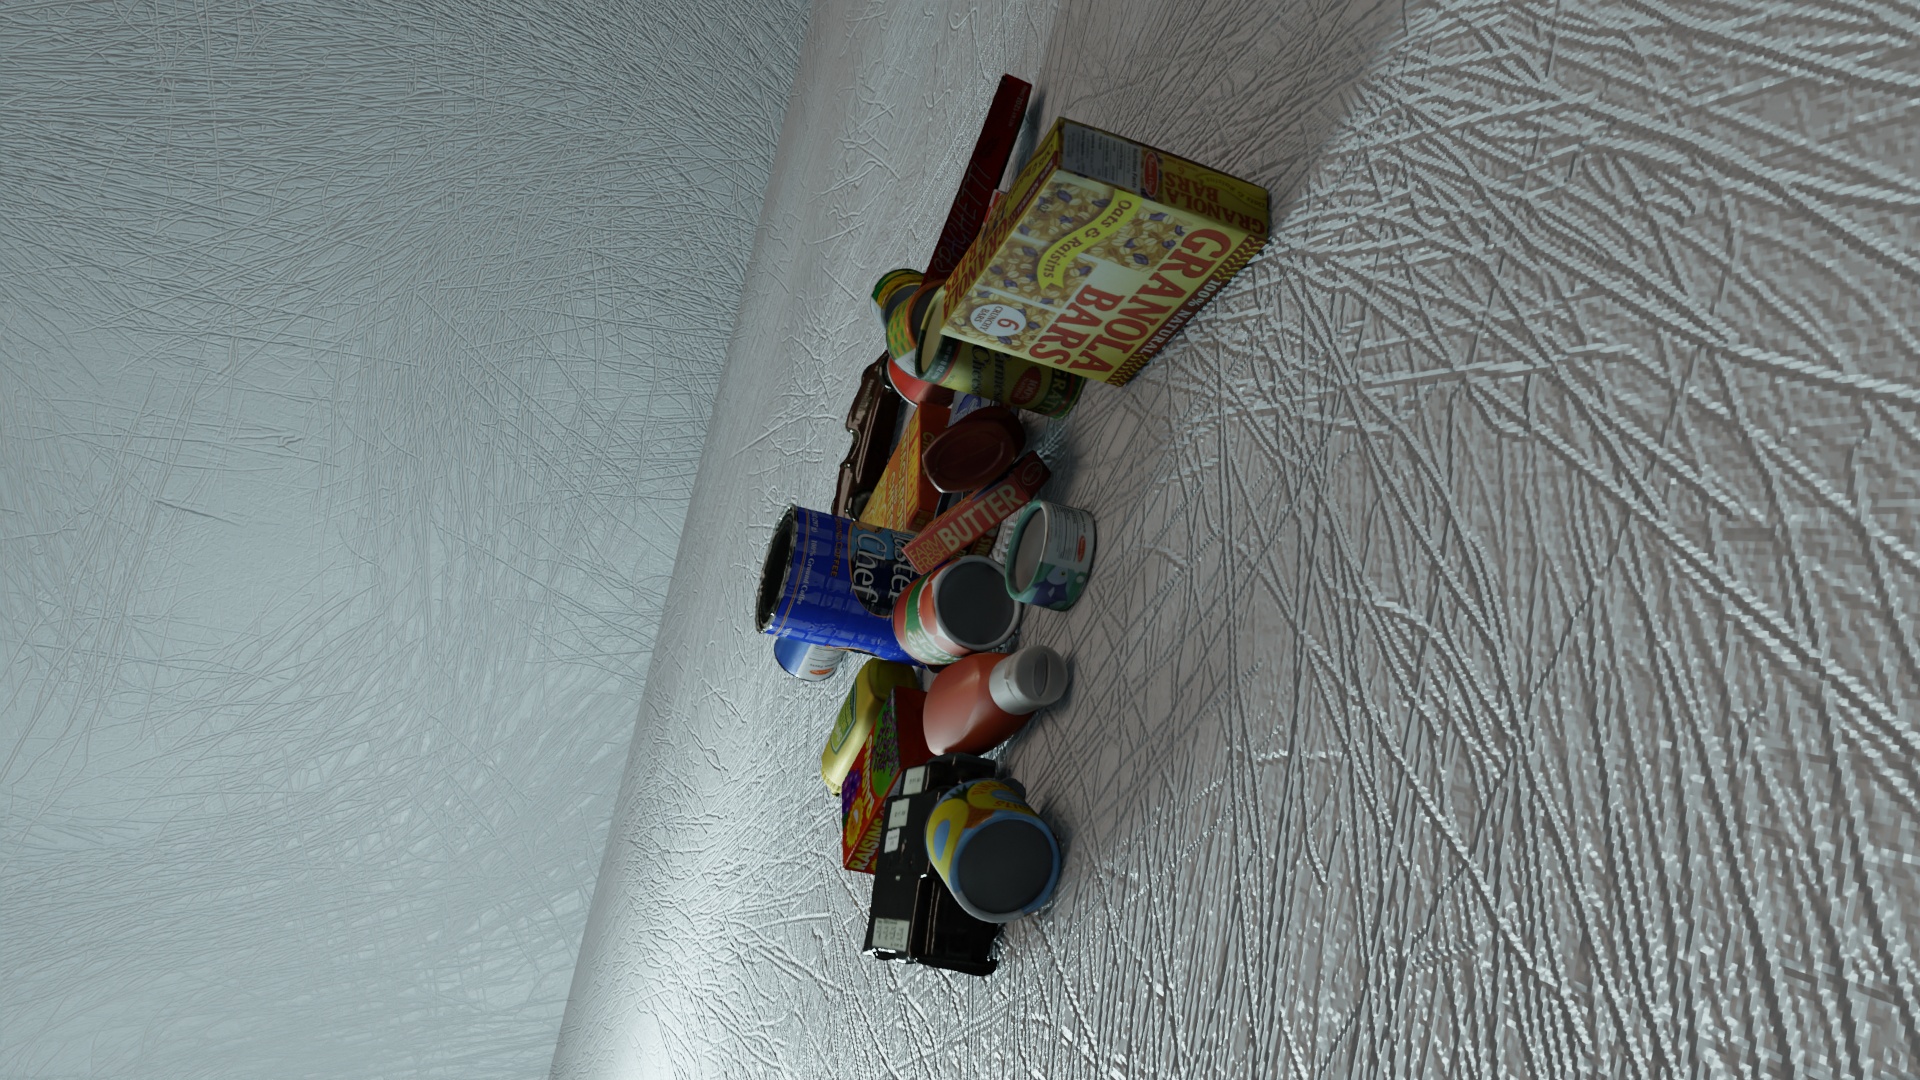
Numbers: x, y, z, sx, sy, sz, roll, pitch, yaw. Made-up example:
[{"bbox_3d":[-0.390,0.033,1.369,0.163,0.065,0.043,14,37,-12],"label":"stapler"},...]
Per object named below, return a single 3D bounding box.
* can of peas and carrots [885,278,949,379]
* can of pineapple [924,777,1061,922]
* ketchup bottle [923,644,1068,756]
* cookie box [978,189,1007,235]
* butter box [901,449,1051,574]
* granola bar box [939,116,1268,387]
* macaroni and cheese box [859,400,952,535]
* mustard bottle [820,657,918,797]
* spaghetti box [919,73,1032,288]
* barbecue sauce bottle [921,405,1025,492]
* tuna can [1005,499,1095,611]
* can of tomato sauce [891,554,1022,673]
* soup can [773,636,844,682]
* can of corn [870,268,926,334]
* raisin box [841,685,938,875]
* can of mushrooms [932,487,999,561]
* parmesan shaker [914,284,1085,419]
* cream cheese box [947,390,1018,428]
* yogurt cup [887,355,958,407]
[{"bbox_3d":[-0.016,-0.157,1.021,0.058,0.071,0.071,171,112,-72],"label":"can of peas and carrots"},{"bbox_3d":[0.019,0.174,0.791,0.058,0.071,0.071,-152,76,-72],"label":"can of pineapple"},{"bbox_3d":[0.020,0.099,0.883,0.148,0.043,0.065,142,138,-63],"label":"ketchup bottle"},{"bbox_3d":[0.042,-0.194,1.058,0.168,0.040,0.122,-119,46,-67],"label":"cookie box"},{"bbox_3d":[0.011,-0.018,0.941,0.103,0.024,0.053,-35,6,28],"label":"butter box"},{"bbox_3d":[0.075,-0.155,0.777,0.165,0.124,0.039,135,145,-59],"label":"granola bar box"},{"bbox_3d":[-0.046,-0.019,1.191,0.165,0.040,0.124,122,156,-46],"label":"macaroni and cheese box"},{"bbox_3d":[-0.082,0.165,1.140,0.065,0.049,0.159,-94,25,-49],"label":"mustard bottle"},{"bbox_3d":[0.007,-0.273,1.157,0.050,0.029,0.251,106,-177,-72],"label":"spaghetti box"},{"bbox_3d":[0.016,-0.068,0.954,0.043,0.065,0.149,65,-168,-6],"label":"barbecue sauce bottle"},{"bbox_3d":[0.054,0.010,0.866,0.071,0.033,0.071,-164,89,-72],"label":"tuna can"},{"bbox_3d":[-0.003,0.051,0.957,0.083,0.071,0.071,150,132,-66],"label":"can of tomato sauce"},{"bbox_3d":[-0.139,0.084,1.352,0.072,0.071,0.083,-96,27,-48],"label":"soup can"},{"bbox_3d":[-0.047,-0.221,1.314,0.058,0.071,0.071,-122,48,-66],"label":"can of corn"},{"bbox_3d":[-0.053,0.183,1.054,0.086,0.040,0.122,-98,29,-50],"label":"raisin box"},{"bbox_3d":[0.004,-0.013,1.042,0.071,0.033,0.071,-164,89,-72],"label":"can of mushrooms"},{"bbox_3d":[0.027,-0.125,0.941,0.071,0.103,0.071,-165,89,-73],"label":"parmesan shaker"},{"bbox_3d":[0.016,-0.094,1.084,0.103,0.024,0.053,179,105,-72],"label":"cream cheese box"},{"bbox_3d":[-0.021,-0.152,1.181,0.053,0.072,0.073,-44,35,45],"label":"yogurt cup"}]
